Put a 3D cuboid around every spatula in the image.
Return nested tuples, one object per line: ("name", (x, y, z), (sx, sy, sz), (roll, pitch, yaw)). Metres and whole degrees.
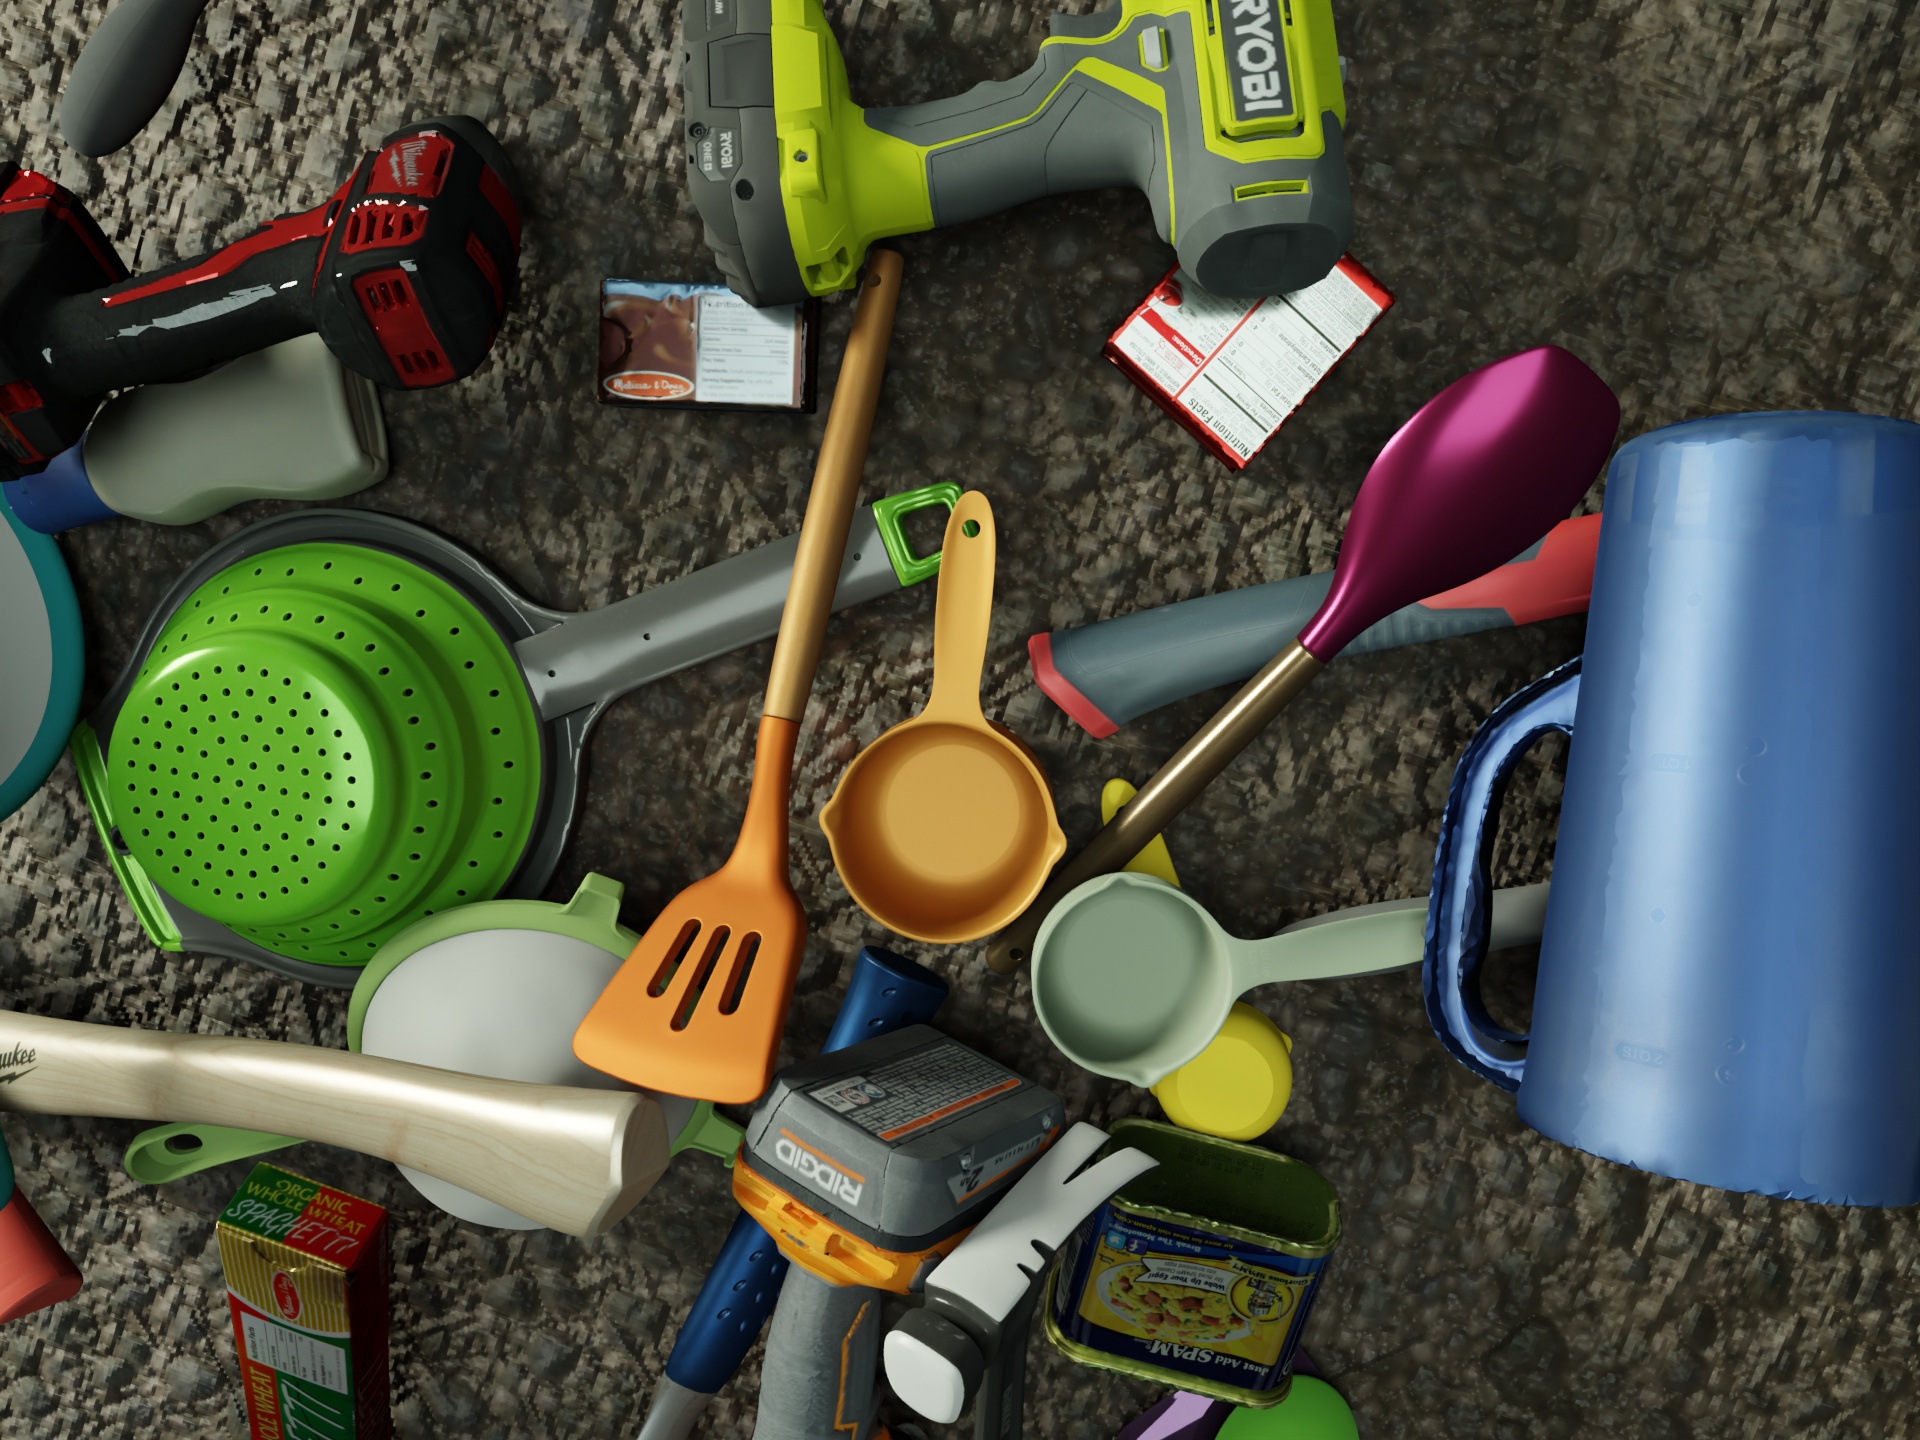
("spatula", (0.021, 0.361, 0.680), (0.316, 0.018, 0.059), (-34, 98, 6))
("spatula", (-0.064, -0.026, 0.584), (0.081, 0.041, 0.323), (8, 81, 24))

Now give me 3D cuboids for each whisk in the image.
("whisk", (-0.252, -0.331, 0.590), (0.070, 0.070, 0.284), (31, 89, 1))
("whisk", (0.238, 0.074, 0.621), (0.239, 0.055, 0.055), (-11, 95, 11))

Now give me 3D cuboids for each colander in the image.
("colander", (-0.183, -0.010, 0.618), (0.397, 0.094, 0.204), (-20, 94, 7))

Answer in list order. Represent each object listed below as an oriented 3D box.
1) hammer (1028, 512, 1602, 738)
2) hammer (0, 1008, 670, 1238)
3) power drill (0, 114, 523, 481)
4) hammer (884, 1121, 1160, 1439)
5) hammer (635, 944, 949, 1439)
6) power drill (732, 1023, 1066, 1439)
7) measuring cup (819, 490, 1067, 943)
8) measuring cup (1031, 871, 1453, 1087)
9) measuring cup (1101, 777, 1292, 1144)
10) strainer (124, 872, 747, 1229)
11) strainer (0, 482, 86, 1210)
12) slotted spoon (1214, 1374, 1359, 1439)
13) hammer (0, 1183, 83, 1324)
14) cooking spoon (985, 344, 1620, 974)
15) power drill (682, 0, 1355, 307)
("hammer", (0.215, -0.071, 0.608), (0.386, 0.038, 0.143), (-11, 94, 6))
("hammer", (-0.293, 0.128, 0.608), (0.411, 0.038, 0.146), (1, 94, 23))
("power drill", (-0.272, -0.170, 0.595), (0.219, 0.143, 0.078), (-9, 137, 5))
("hammer", (0.015, 0.311, 0.609), (0.034, 0.127, 0.336), (21, 124, 29))
("hammer", (-0.111, 0.281, 0.655), (0.144, 0.035, 0.405), (27, 92, -30))
("power drill", (-0.038, 0.236, 0.599), (0.084, 0.164, 0.226), (23, 101, 28))
("measuring cup", (-0.001, -0.002, 0.627), (0.095, 0.052, 0.173), (6, 95, 4))
("measuring cup", (0.109, 0.089, 0.613), (0.167, 0.038, 0.083), (-9, 96, -3))
("measuring cup", (0.088, 0.098, 0.639), (0.062, 0.029, 0.156), (-21, 96, 6))
("strainer", (-0.222, 0.162, 0.628), (0.256, 0.069, 0.151), (-16, 119, 7))
("strainer", (-0.428, 0.025, 0.582), (0.095, 0.211, 0.340), (-20, 86, 22))
("slotted spoon", (0.092, 0.418, 0.671), (0.070, 0.031, 0.313), (17, 101, -15))
("hammer", (-0.457, 0.086, 0.634), (0.359, 0.036, 0.149), (46, 102, 14))
("cooking spoon", (0.114, -0.008, 0.595), (0.068, 0.017, 0.319), (35, 113, -16))
("power drill", (0.021, -0.242, 0.577), (0.228, 0.080, 0.191), (-5, 76, 5))
